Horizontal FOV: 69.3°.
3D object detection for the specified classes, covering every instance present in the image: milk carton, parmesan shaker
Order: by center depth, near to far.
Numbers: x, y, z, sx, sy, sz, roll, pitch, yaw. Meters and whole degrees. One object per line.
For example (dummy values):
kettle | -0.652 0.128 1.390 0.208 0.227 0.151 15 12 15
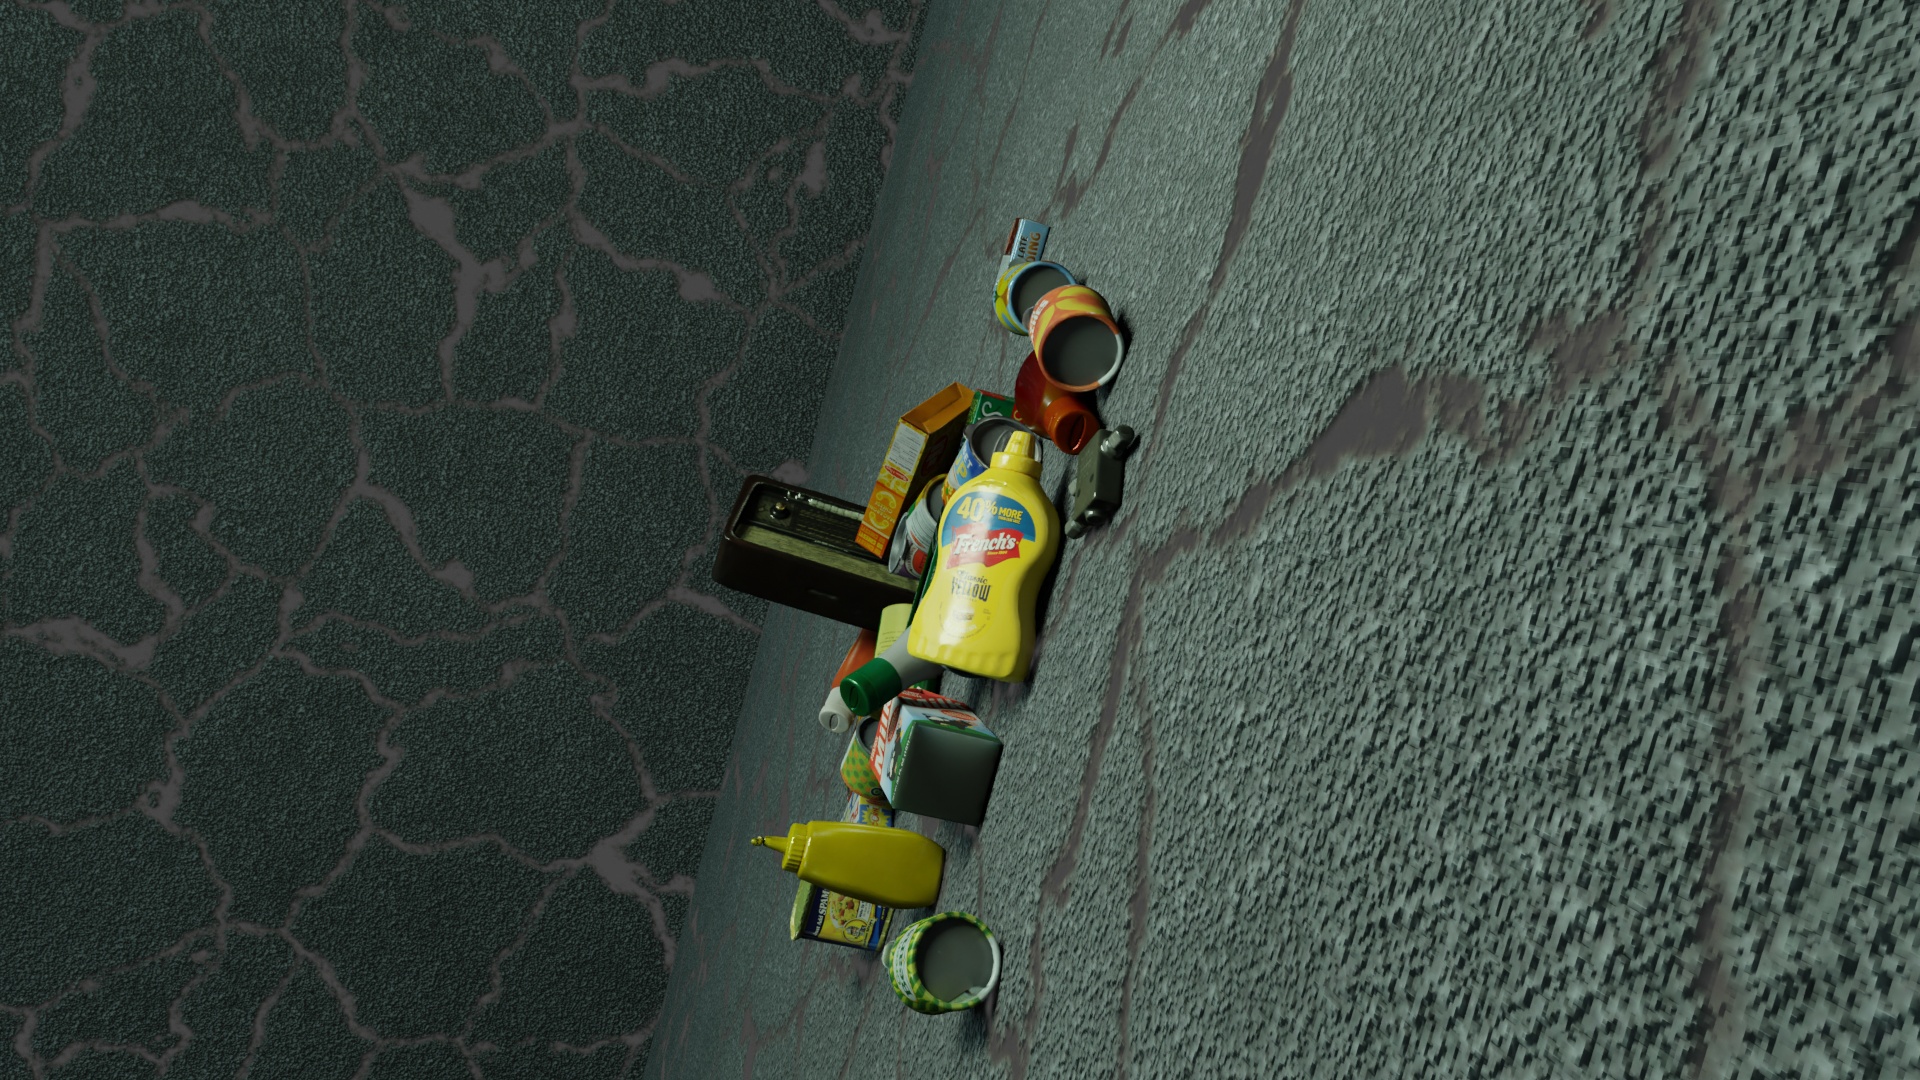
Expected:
milk carton | -0.028 0.173 1.165 0.190 0.073 0.072 -159 84 -78
parmesan shaker | -0.050 0.121 1.354 0.071 0.071 0.103 125 157 -58

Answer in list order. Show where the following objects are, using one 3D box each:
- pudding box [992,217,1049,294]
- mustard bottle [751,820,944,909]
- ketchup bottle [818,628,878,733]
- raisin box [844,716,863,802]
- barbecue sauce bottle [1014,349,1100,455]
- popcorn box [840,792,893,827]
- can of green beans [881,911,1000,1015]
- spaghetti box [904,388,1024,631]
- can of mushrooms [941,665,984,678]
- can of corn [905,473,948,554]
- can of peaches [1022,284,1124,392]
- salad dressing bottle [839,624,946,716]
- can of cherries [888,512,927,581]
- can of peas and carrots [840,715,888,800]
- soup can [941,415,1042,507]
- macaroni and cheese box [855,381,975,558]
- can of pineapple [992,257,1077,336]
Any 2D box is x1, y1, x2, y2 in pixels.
pudding box | 0.061 -0.284 1.409 0.050 0.030 0.083 -127 53 -76
mustard bottle | -0.096 0.264 1.158 0.048 0.160 0.065 132 151 -68
ketchup bottle | -0.115 0.151 1.559 0.150 0.043 0.064 -65 -8 -47
raisin box | -0.090 0.209 1.479 0.086 0.040 0.123 -111 38 -71
barbecue sauce bottle | 0.077 -0.107 1.100 0.149 0.044 0.064 -109 35 -67
popcorn box | -0.104 0.314 1.420 0.085 0.038 0.126 -93 21 -53
can of green beans | -0.011 0.294 0.966 0.057 0.071 0.071 130 152 -63
spaghetti box | 0.005 -0.016 1.298 0.029 0.050 0.249 -140 65 -74
can of mushrooms | 0.009 0.076 1.132 0.033 0.071 0.071 168 116 -77
can of corn | -0.013 -0.026 1.355 0.058 0.071 0.071 129 153 -61
can of peaches | 0.085 -0.153 1.051 0.058 0.071 0.071 -99 27 -60
salad dressing bottle | -0.036 0.096 1.165 0.148 0.044 0.064 -32 -31 -38
can of cherries | -0.037 0.011 1.433 0.071 0.058 0.071 -162 88 -78
can of peas and carrots | -0.077 0.214 1.362 0.071 0.071 0.058 -92 20 -52
soup can | 0.024 -0.060 1.214 0.083 0.071 0.072 121 160 -52
macaroni and cheese box | -0.045 -0.076 1.486 0.124 0.040 0.165 -40 -22 -53
can of pineapple | 0.065 -0.212 1.214 0.058 0.071 0.071 -143 68 -76
